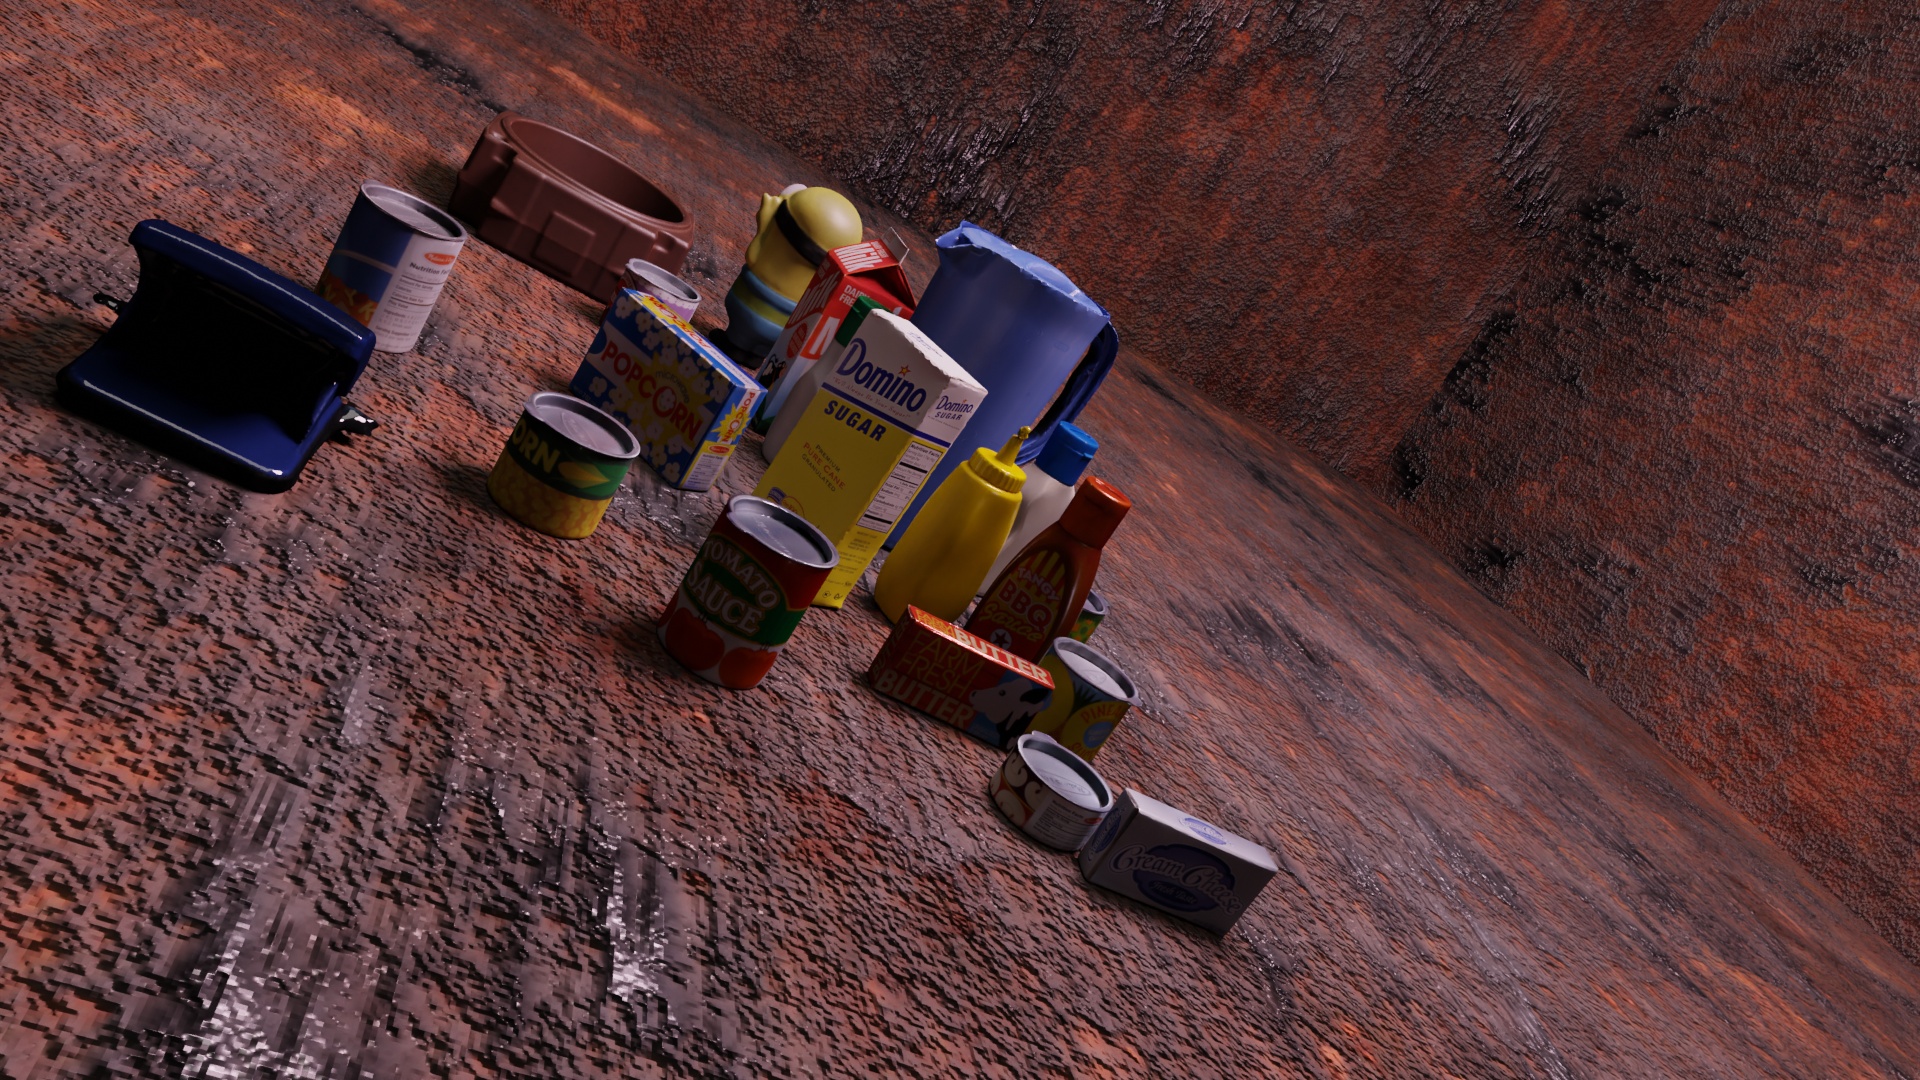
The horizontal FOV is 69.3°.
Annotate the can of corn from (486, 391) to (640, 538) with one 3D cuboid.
[{"bbox_3d":[-0.226,-0.043,0.780,0.071,0.058,0.071,30,16,-9],"label":"can of corn"}]

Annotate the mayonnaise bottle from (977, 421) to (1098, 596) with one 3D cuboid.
[{"bbox_3d":[0.053,-0.023,1.084,0.065,0.147,0.041,13,25,-51],"label":"mayonnaise bottle"}]

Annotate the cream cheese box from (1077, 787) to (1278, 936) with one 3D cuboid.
[{"bbox_3d":[0.123,0.183,0.784,0.104,0.053,0.024,26,17,-21],"label":"cream cheese box"}]

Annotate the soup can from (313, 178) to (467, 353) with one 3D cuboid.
[{"bbox_3d":[-0.357,-0.170,0.860,0.071,0.083,0.071,30,16,-9],"label":"soup can"}]

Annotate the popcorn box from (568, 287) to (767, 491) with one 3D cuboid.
[{"bbox_3d":[-0.202,-0.104,0.955,0.127,0.085,0.038,40,17,24],"label":"popcorn box"}]

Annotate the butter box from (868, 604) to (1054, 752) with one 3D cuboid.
[{"bbox_3d":[0.001,0.084,0.843,0.103,0.053,0.024,27,16,-18],"label":"butter box"}]

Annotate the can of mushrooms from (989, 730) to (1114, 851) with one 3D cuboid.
[{"bbox_3d":[0.052,0.144,0.800,0.071,0.033,0.071,30,16,-9],"label":"can of mushrooms"}]

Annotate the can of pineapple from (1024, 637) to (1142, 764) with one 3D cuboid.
[{"bbox_3d":[0.074,0.107,0.907,0.071,0.057,0.071,30,16,-9],"label":"can of pineapple"}]

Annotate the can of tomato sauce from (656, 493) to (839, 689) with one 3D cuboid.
[{"bbox_3d":[-0.115,0.028,0.738,0.071,0.083,0.071,30,16,-9],"label":"can of tomato sauce"}]

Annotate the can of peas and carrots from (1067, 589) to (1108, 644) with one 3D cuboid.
[{"bbox_3d":[0.068,0.058,1.036,0.071,0.058,0.071,30,16,-9],"label":"can of peas and carrots"}]

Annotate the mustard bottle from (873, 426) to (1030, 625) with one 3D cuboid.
[{"bbox_3d":[0.003,-0.012,0.936,0.065,0.159,0.049,15,24,-48],"label":"mustard bottle"}]

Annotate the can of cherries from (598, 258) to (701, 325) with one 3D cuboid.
[{"bbox_3d":[-0.261,-0.193,1.156,0.071,0.058,0.072,30,16,-9],"label":"can of cherries"}]

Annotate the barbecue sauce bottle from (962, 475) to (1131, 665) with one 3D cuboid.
[{"bbox_3d":[0.063,0.025,0.960,0.065,0.148,0.044,38,16,19],"label":"barbecue sauce bottle"}]

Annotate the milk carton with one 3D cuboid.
[{"bbox_3d":[-0.099,-0.168,1.147,0.073,0.190,0.072,25,18,-27],"label":"milk carton"}]

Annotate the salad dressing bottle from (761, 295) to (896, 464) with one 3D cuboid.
[{"bbox_3d":[-0.100,-0.118,1.076,0.044,0.147,0.064,19,21,-41],"label":"salad dressing bottle"}]
